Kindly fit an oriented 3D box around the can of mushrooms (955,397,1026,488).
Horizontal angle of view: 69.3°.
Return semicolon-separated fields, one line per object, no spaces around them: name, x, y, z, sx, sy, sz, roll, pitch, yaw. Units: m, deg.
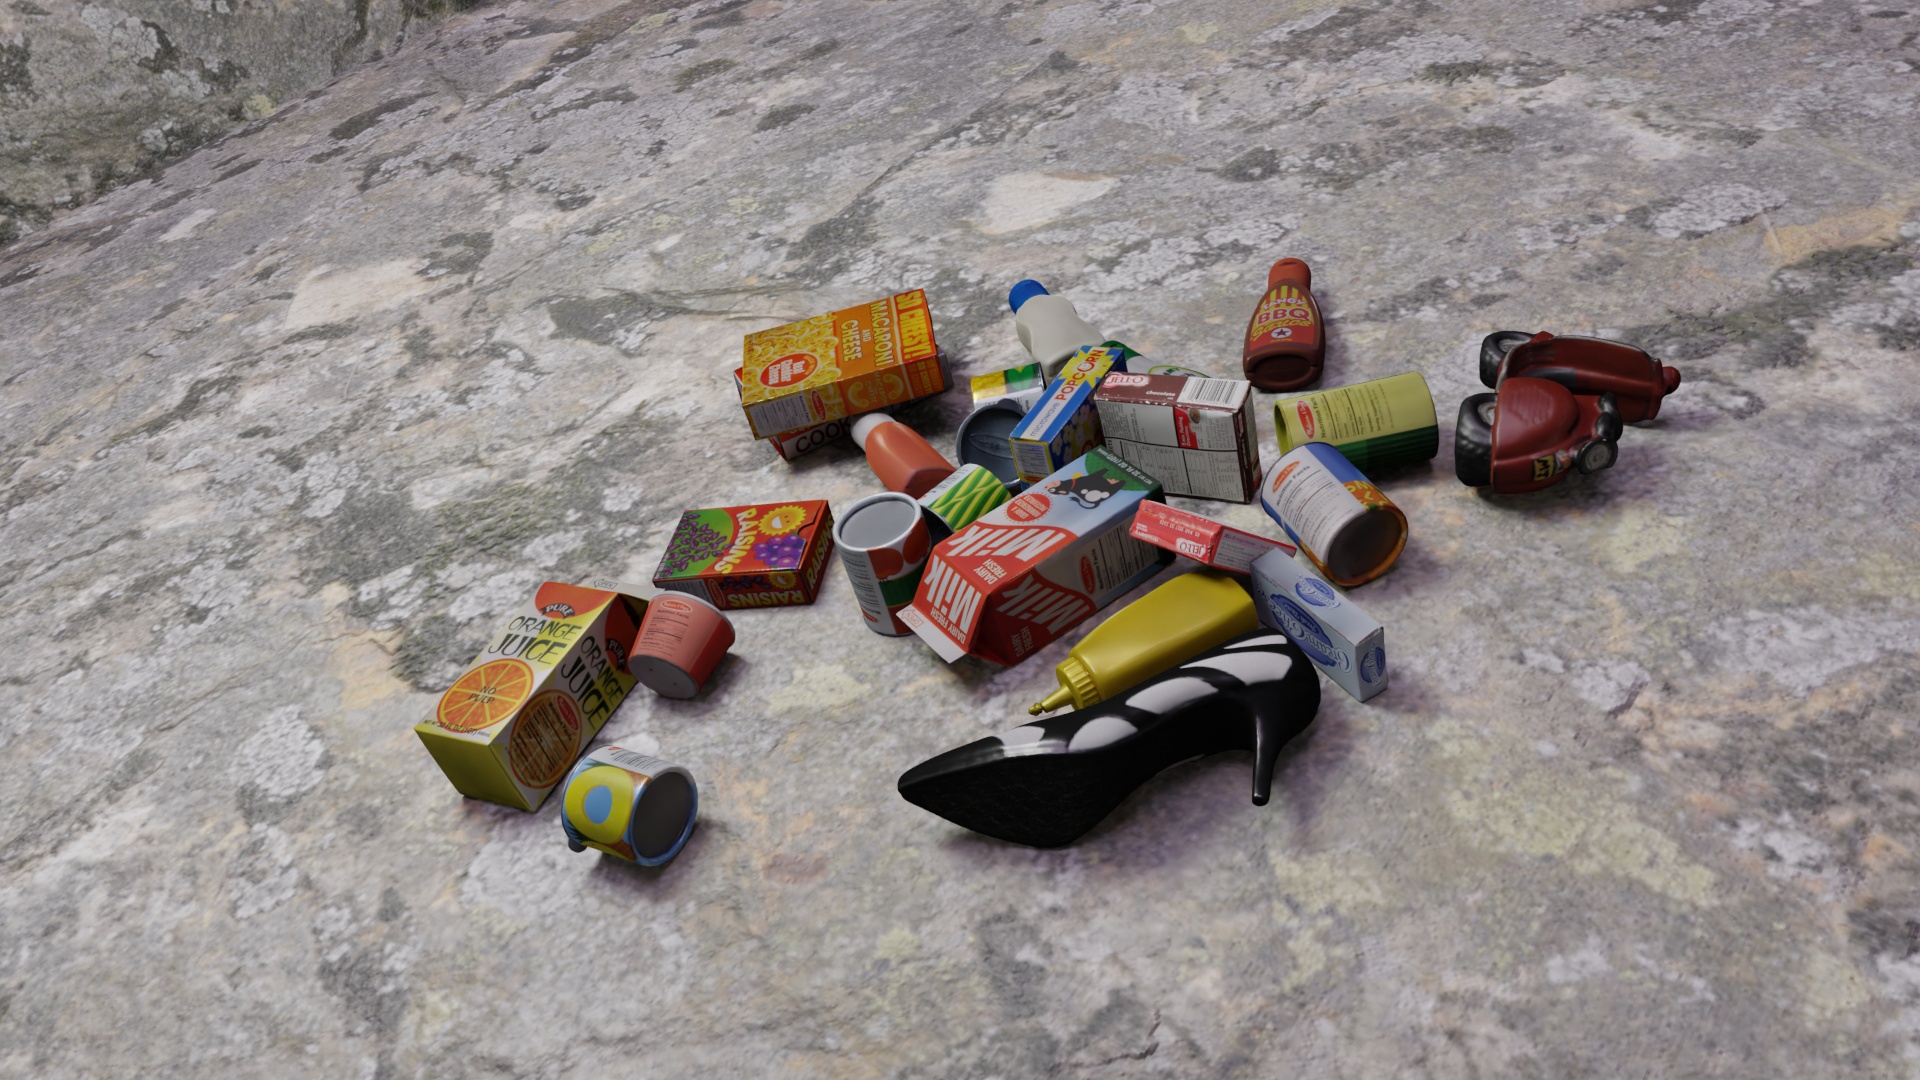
can of mushrooms;0.032;-0.075;1.082;0.071;0.071;0.033;-11;1;8

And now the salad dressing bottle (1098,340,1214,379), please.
salad dressing bottle;0.162;-0.120;1.121;0.064;0.043;0.148;-30;39;-18

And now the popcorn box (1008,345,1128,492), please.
popcorn box;0.089;-0.080;1.064;0.038;0.084;0.127;11;46;32

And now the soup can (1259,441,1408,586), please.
soup can;0.255;-0.018;0.945;0.071;0.071;0.084;-22;39;-7

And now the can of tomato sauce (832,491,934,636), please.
can of tomato sauce;-0.048;0.015;0.999;0.071;0.082;0.071;-10;39;9

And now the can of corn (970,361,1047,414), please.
can of corn;0.044;-0.108;1.133;0.058;0.070;0.071;-12;38;7

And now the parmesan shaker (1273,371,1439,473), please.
parmesan shaker;0.286;-0.078;1.007;0.103;0.071;0.072;-12;38;5

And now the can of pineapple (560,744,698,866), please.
can of pineapple;-0.210;0.170;0.884;0.058;0.070;0.071;9;45;29

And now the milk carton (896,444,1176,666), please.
milk carton;0.051;0.019;0.966;0.191;0.073;0.072;-32;40;-18

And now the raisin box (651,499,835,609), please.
raisin box;-0.167;0.011;1.084;0.123;0.040;0.086;-4;39;15

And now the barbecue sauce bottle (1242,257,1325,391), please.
barbecue sauce bottle;0.272;-0.183;1.158;0.065;0.043;0.149;-3;39;19

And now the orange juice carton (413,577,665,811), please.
orange juice carton;-0.291;0.095;1.000;0.072;0.072;0.194;6;43;27

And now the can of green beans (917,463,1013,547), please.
can of green beans;0.002;-0.015;1.032;0.058;0.071;0.071;-38;43;-26

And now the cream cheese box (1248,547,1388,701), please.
cream cheese box;0.226;0.052;0.877;0.024;0.053;0.104;-30;40;-13

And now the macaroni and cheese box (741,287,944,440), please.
macaroni and cheese box;-0.102;-0.153;1.196;0.166;0.040;0.124;-14;37;3

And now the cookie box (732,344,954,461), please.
cookie box;-0.108;-0.145;1.255;0.168;0.040;0.123;-25;39;-13

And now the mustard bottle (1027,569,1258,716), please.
mustard bottle;0.112;0.075;0.894;0.160;0.048;0.065;-26;34;-12

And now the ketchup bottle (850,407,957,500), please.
ketchup bottle;-0.047;-0.066;1.122;0.065;0.043;0.149;15;18;-32

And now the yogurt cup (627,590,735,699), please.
yogurt cup;-0.203;0.077;0.998;0.072;0.072;0.054;3;50;24

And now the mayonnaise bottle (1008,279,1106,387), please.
mayonnaise bottle;0.081;-0.187;1.237;0.065;0.041;0.149;-19;37;-5
